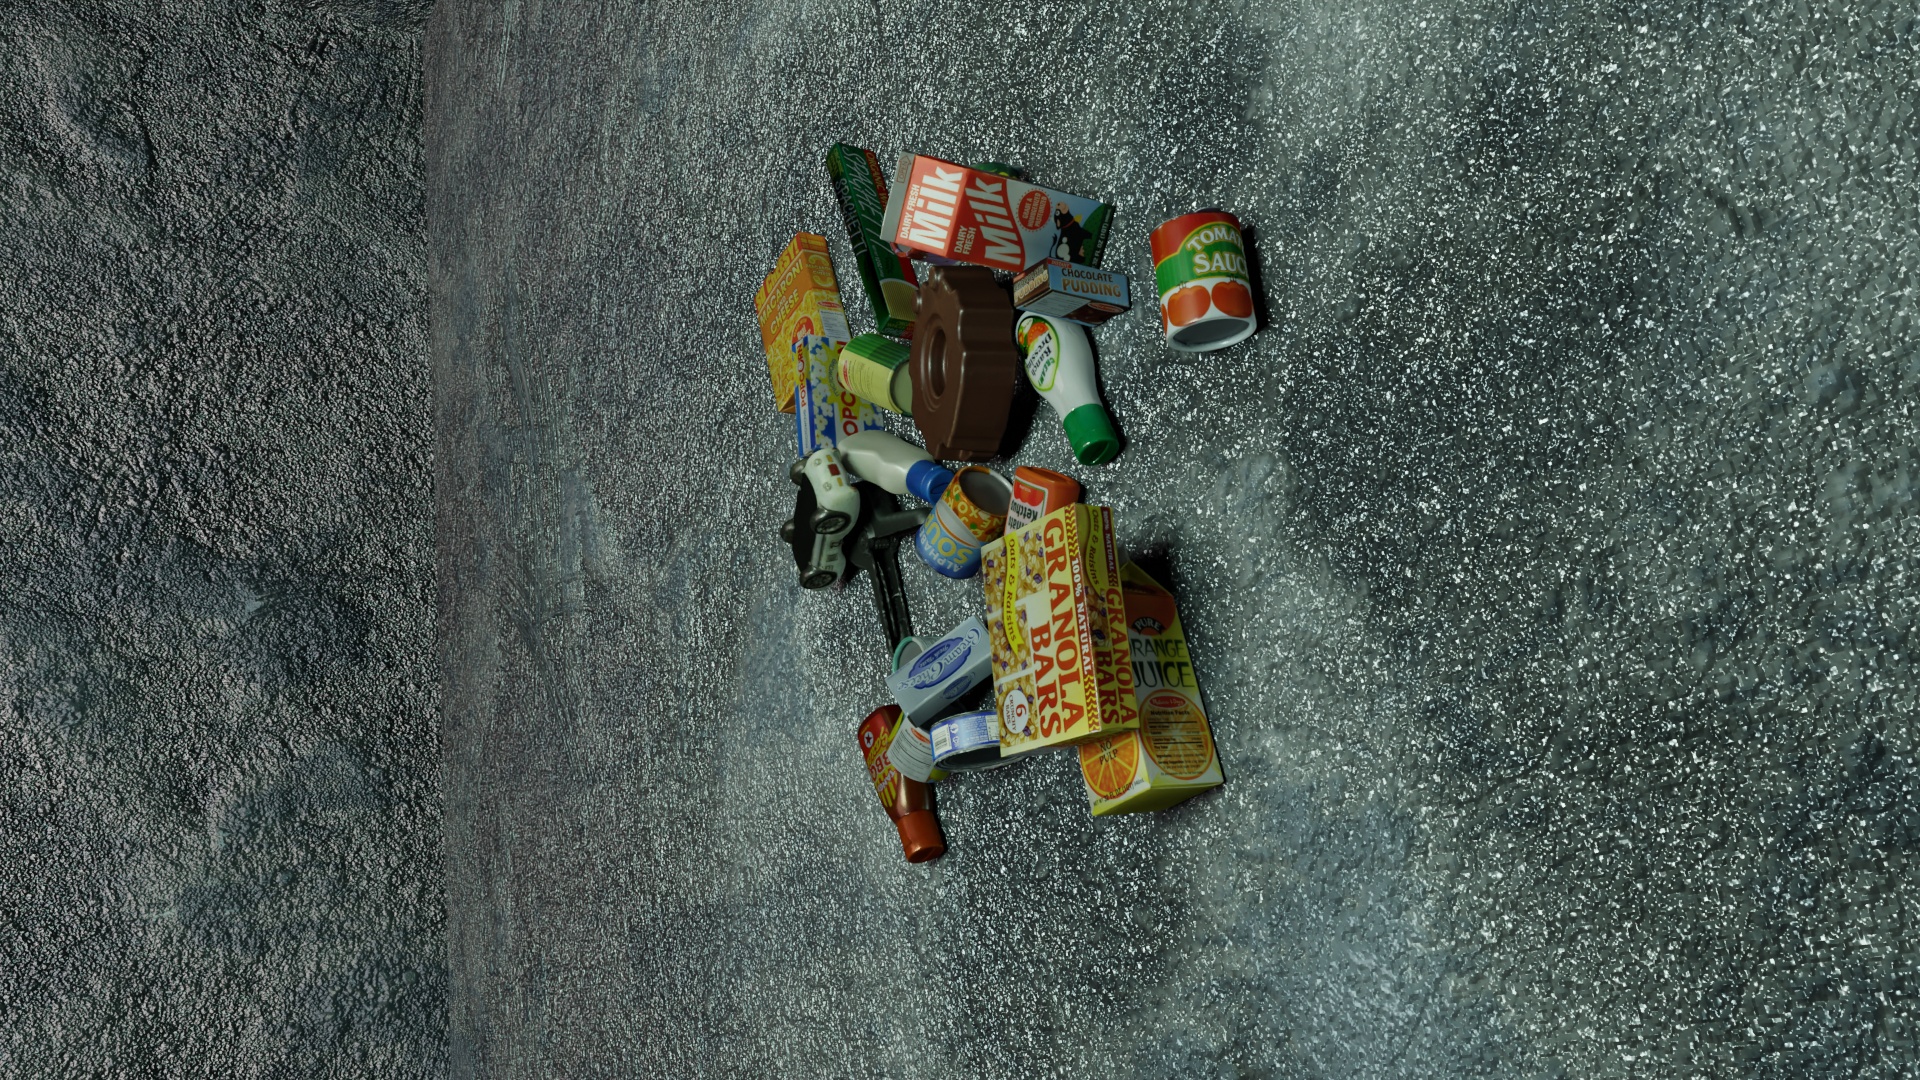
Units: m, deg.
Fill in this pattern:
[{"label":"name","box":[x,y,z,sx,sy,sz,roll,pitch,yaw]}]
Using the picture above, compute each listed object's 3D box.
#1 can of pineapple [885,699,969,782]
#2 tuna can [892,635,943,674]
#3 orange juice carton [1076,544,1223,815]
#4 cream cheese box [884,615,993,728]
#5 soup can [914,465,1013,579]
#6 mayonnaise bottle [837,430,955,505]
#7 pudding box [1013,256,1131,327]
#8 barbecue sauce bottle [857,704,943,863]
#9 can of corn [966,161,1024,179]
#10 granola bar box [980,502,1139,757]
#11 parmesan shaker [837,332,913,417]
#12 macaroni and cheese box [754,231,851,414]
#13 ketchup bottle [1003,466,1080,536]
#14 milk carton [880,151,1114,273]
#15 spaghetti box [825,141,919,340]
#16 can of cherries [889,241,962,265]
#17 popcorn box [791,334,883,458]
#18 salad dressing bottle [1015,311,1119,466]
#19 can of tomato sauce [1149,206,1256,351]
[{"label":"can of pineapple","box":[-0.028,0.179,1.276,0.071,0.071,0.057,58,133,41]},{"label":"tuna can","box":[-0.036,0.125,1.321,0.071,0.033,0.071,-9,79,55]},{"label":"orange juice carton","box":[0.125,0.103,1.045,0.071,0.073,0.193,-41,54,48]},{"label":"cream cheese box","box":[-0.013,0.116,1.240,0.104,0.024,0.053,-36,43,-3]},{"label":"soup can","box":[0.004,-0.016,1.240,0.083,0.071,0.071,-56,44,37]},{"label":"mayonnaise bottle","box":[-0.059,-0.070,1.352,0.148,0.065,0.041,28,128,50]},{"label":"pudding box","box":[0.090,-0.200,1.121,0.049,0.084,0.030,-21,67,54]},{"label":"barbecue sauce bottle","box":[-0.055,0.234,1.328,0.064,0.044,0.149,-53,46,38]},{"label":"can of corn","box":[0.026,-0.298,1.244,0.071,0.071,0.058,-26,66,53]},{"label":"granola bar box","box":[0.071,0.069,1.027,0.124,0.039,0.166,-28,62,52]},{"label":"parmesan shaker","box":[-0.068,-0.161,1.371,0.103,0.071,0.071,29,111,53]},{"label":"macaroni and cheese box","box":[-0.179,-0.245,1.568,0.123,0.040,0.167,-45,51,44]},{"label":"ketchup bottle","box":[0.060,0.015,1.179,0.065,0.043,0.148,29,111,54]},{"label":"milk carton","box":[0.024,-0.262,1.128,0.073,0.191,0.072,35,116,52]},{"label":"spaghetti box","box":[-0.087,-0.311,1.429,0.028,0.050,0.251,-47,50,42]},{"label":"can of cherries","box":[-0.029,-0.298,1.331,0.071,0.058,0.071,-8,80,55]},{"label":"popcorn box","box":[-0.126,-0.144,1.437,0.038,0.085,0.127,-25,66,52]},{"label":"salad dressing bottle","box":[0.090,-0.129,1.149,0.064,0.044,0.148,-54,45,43]},{"label":"can of tomato sauce","box":[0.176,-0.187,1.004,0.071,0.071,0.083,-25,67,53]}]
